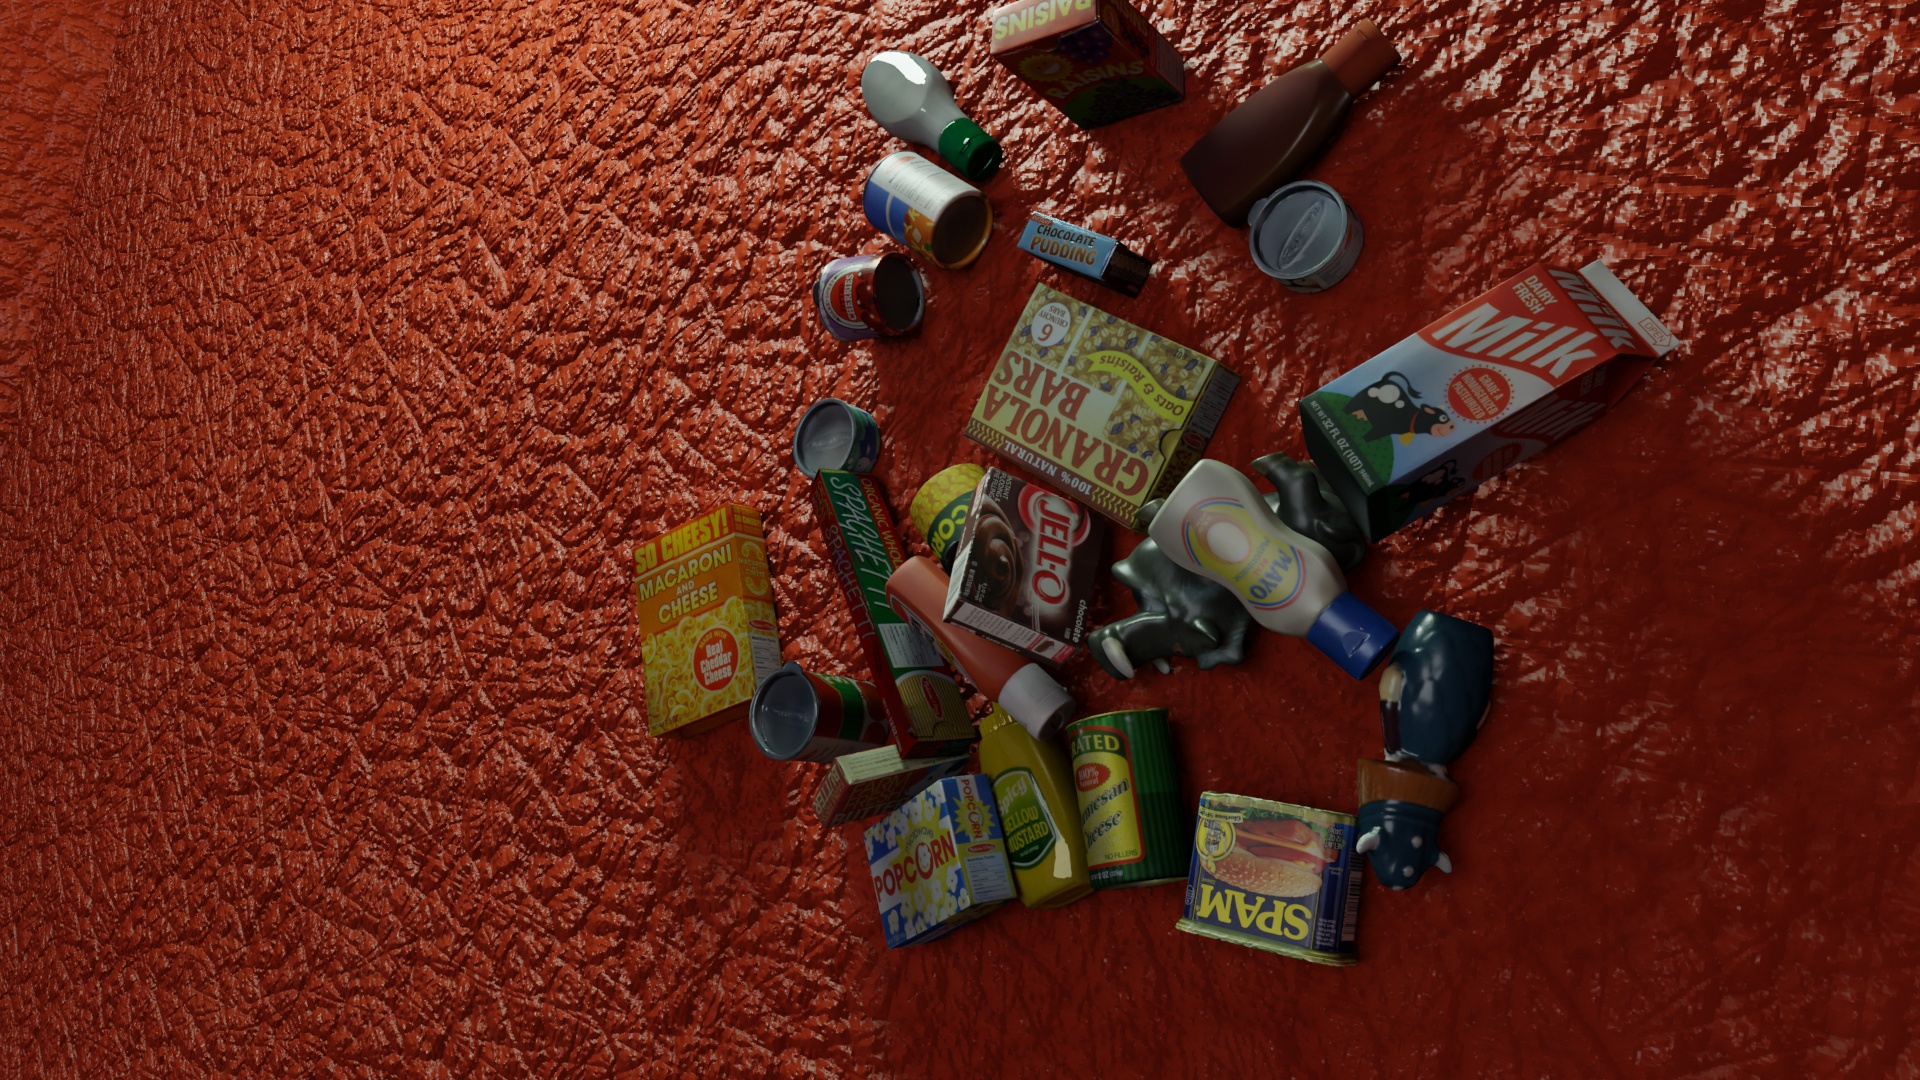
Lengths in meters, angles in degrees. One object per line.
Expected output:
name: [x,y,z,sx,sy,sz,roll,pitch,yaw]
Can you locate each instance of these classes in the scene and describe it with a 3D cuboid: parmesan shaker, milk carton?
parmesan shaker: [0.108,0.163,0.870,0.071,0.071,0.103,-20,68,32]
milk carton: [0.292,-0.084,0.772,0.190,0.073,0.072,-31,61,4]

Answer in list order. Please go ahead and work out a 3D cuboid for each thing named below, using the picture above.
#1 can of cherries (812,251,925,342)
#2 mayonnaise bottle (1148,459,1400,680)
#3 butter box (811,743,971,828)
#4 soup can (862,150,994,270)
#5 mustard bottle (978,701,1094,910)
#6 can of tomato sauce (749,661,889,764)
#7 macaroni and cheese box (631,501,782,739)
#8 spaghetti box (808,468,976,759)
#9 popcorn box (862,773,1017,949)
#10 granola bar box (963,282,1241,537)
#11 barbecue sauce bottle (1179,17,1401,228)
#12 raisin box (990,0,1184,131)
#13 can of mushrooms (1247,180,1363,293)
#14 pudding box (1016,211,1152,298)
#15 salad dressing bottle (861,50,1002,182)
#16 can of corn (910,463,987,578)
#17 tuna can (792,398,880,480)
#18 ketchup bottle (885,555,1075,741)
can of cherries: [-0.071,-0.190,1.086,0.058,0.071,0.071,0,80,36]
mayonnaise bottle: [0.180,0.019,0.792,0.148,0.041,0.064,42,106,23]
butter box: [-0.048,0.164,0.956,0.024,0.104,0.052,55,135,32]
soup can: [-0.024,-0.253,1.073,0.084,0.071,0.071,39,103,35]
mustard bottle: [0.045,0.163,0.929,0.065,0.049,0.161,-37,59,28]
can of tomato sauce: [-0.103,0.129,1.025,0.071,0.083,0.071,-9,74,35]
macaroni and cheese box: [-0.210,0.068,1.147,0.123,0.040,0.167,-23,67,31]
spaghetti box: [-0.053,0.047,1.008,0.028,0.050,0.251,-58,42,39]
popcorn box: [-0.017,0.219,0.939,0.126,0.038,0.085,-44,53,50]
granola bar box: [0.093,-0.093,0.961,0.166,0.039,0.124,32,99,37]
barbecue sauce bottle: [0.218,-0.276,0.911,0.148,0.043,0.065,-40,59,22]
raisin box: [0.090,-0.337,0.969,0.086,0.123,0.040,-6,76,35]
can of mushrooms: [0.221,-0.196,0.895,0.071,0.033,0.071,-9,75,35]
pudding box: [0.087,-0.203,0.986,0.084,0.049,0.030,30,99,37]
salad dressing bottle: [-0.023,-0.336,1.104,0.064,0.044,0.148,-50,56,14]
can of corn: [0.004,-0.012,0.988,0.071,0.071,0.058,-48,55,18]
tuna can: [-0.098,-0.075,1.103,0.071,0.033,0.071,-9,74,35]
ketchup bottle: [0.014,0.073,0.933,0.043,0.064,0.149,-44,62,-9]
